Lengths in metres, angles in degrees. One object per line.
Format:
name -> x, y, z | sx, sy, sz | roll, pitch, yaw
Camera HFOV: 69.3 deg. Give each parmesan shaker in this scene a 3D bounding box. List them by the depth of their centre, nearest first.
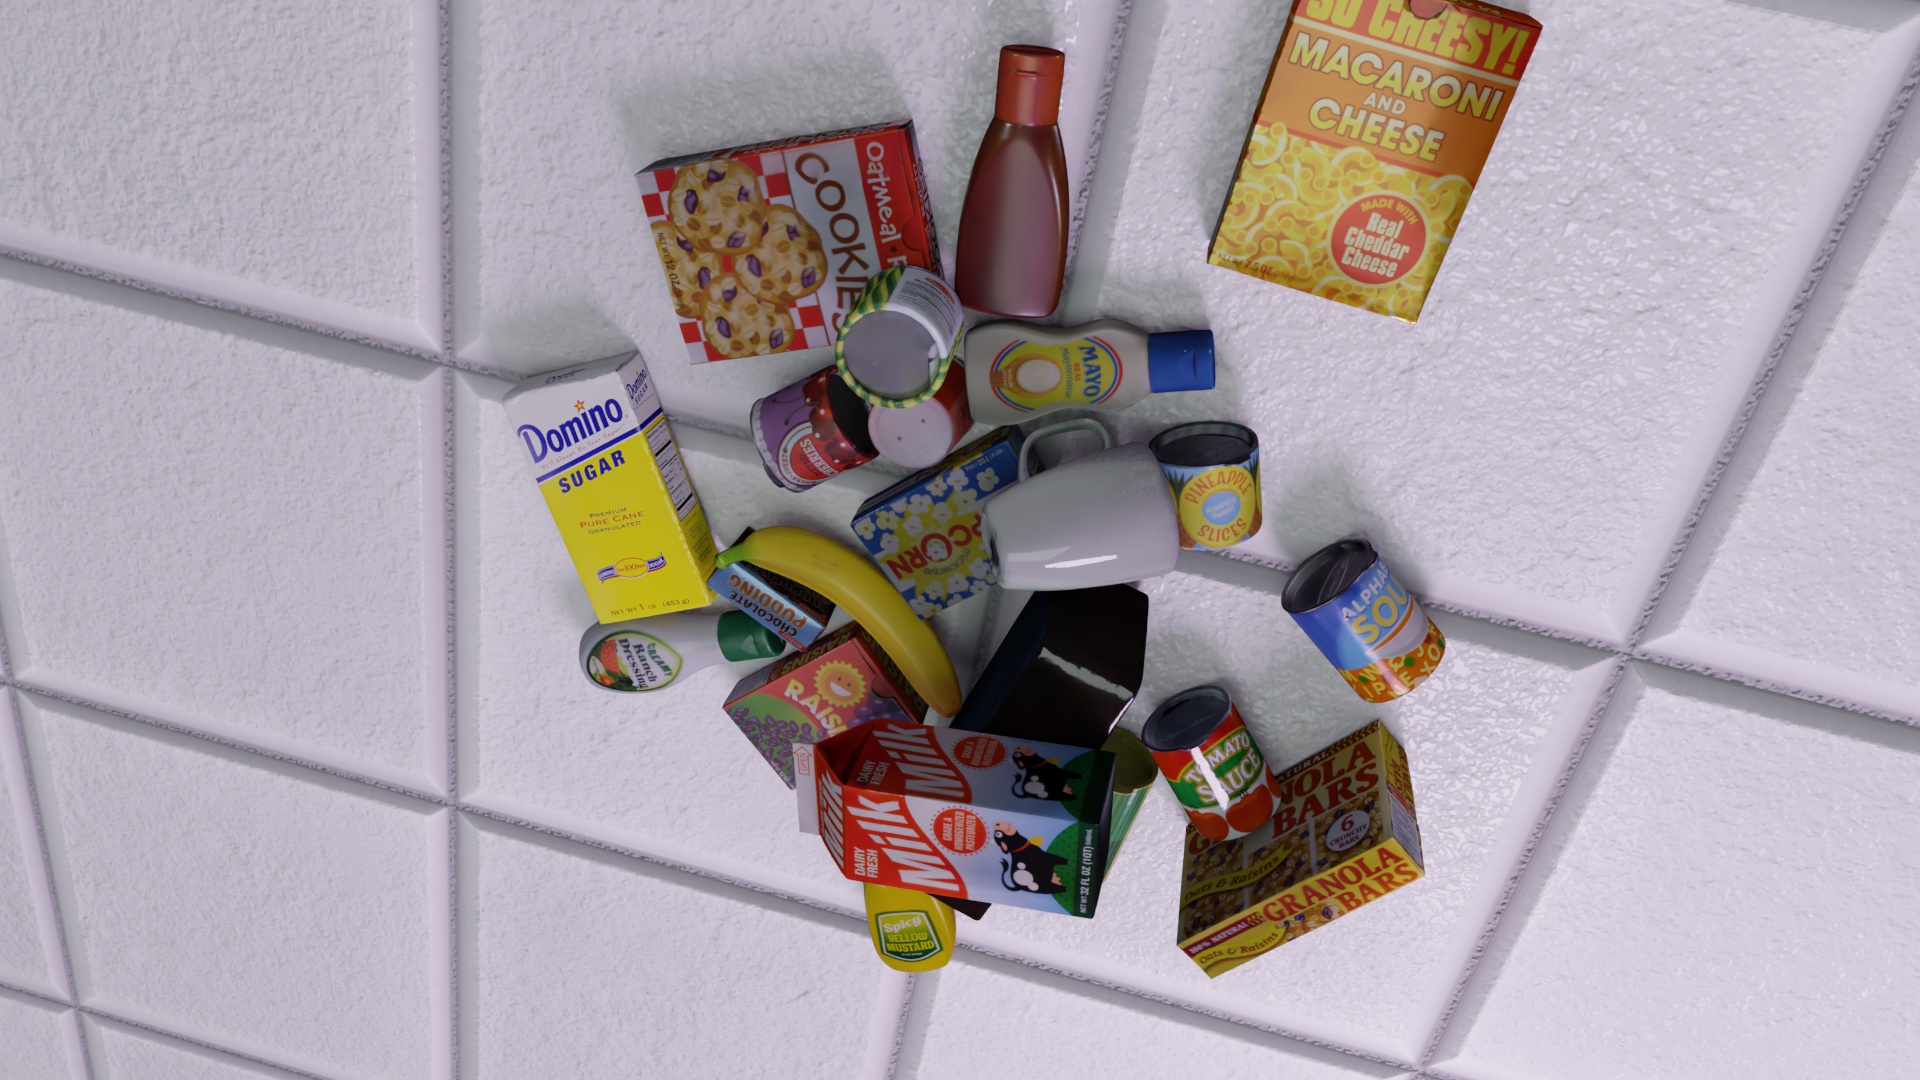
parmesan shaker -> 0.090, 0.190, 0.976 | 0.071, 0.072, 0.102 | 20, 120, 1

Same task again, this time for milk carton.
milk carton -> -0.008, 0.161, 0.830 | 0.191, 0.074, 0.072 | 6, 118, 11

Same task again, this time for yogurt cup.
yogurt cup -> -0.025, -0.080, 0.870 | 0.072, 0.054, 0.072 | 5, 119, 10

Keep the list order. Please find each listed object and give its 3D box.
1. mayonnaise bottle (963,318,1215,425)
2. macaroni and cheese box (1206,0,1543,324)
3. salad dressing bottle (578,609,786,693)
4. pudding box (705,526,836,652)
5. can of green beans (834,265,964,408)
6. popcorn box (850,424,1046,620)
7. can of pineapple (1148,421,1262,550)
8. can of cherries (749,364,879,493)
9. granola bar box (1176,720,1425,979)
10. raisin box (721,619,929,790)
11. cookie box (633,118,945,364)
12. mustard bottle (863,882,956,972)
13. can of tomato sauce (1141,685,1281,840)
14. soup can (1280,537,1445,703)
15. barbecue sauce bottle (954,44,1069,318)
mayonnaise bottle -> 0.078, -0.105, 0.840 | 0.148, 0.041, 0.064 | -2, 105, 13
macaroni and cheese box -> 0.219, -0.214, 0.753 | 0.124, 0.040, 0.165 | 17, 120, 2
salad dressing bottle -> -0.198, 0.074, 0.994 | 0.147, 0.044, 0.064 | -10, 116, 17
pudding box -> -0.128, 0.034, 0.955 | 0.083, 0.050, 0.030 | 37, 117, -8
can of green beans -> -0.035, -0.117, 0.803 | 0.071, 0.058, 0.071 | 5, 123, 8
popcorn box -> 0.003, -0.011, 0.909 | 0.126, 0.038, 0.085 | -27, 108, 24
can of pineapple -> 0.150, -0.033, 0.847 | 0.071, 0.071, 0.057 | -2, 118, 14
can of cherries -> -0.090, -0.069, 0.880 | 0.058, 0.072, 0.071 | -22, 111, 21
granola bar box -> 0.224, 0.205, 0.925 | 0.165, 0.125, 0.039 | -36, 106, 26
raisin box -> -0.096, 0.117, 0.998 | 0.123, 0.040, 0.086 | -28, 107, 23
cookie box -> -0.099, -0.178, 0.841 | 0.167, 0.040, 0.122 | -5, 116, 14
mustard bottle -> -0.044, 0.262, 1.041 | 0.065, 0.049, 0.159 | -7, 129, 7
can of tomato sauce -> 0.171, 0.152, 0.940 | 0.071, 0.071, 0.083 | -23, 111, 22
soup can -> 0.254, 0.050, 0.868 | 0.071, 0.072, 0.083 | -36, 106, 26
barbecue sauce bottle -> 0.034, -0.205, 0.797 | 0.065, 0.044, 0.147 | 9, 118, 7
